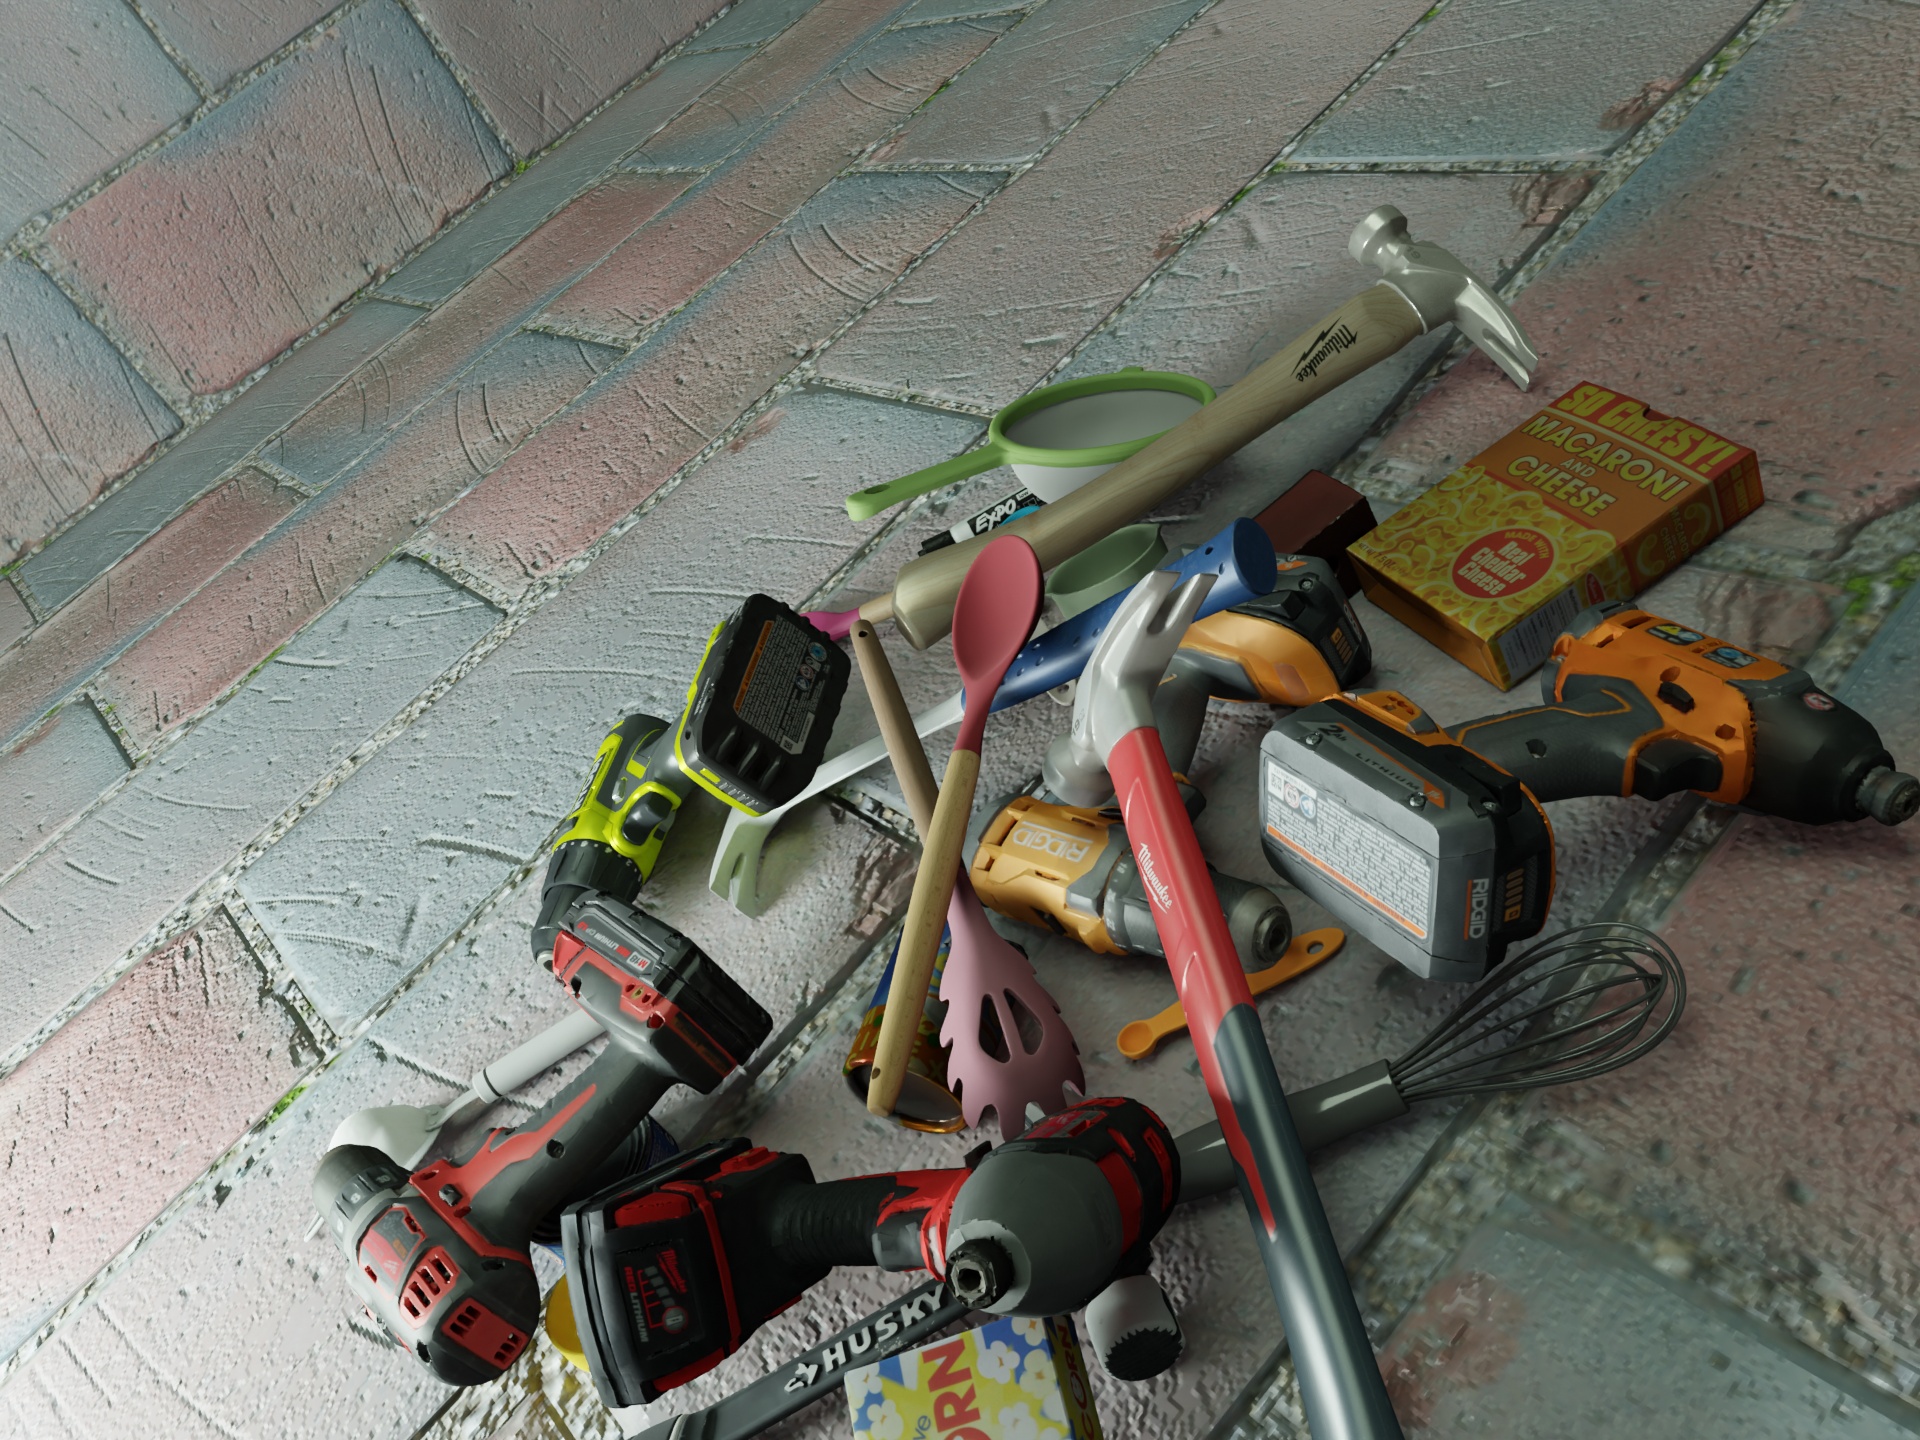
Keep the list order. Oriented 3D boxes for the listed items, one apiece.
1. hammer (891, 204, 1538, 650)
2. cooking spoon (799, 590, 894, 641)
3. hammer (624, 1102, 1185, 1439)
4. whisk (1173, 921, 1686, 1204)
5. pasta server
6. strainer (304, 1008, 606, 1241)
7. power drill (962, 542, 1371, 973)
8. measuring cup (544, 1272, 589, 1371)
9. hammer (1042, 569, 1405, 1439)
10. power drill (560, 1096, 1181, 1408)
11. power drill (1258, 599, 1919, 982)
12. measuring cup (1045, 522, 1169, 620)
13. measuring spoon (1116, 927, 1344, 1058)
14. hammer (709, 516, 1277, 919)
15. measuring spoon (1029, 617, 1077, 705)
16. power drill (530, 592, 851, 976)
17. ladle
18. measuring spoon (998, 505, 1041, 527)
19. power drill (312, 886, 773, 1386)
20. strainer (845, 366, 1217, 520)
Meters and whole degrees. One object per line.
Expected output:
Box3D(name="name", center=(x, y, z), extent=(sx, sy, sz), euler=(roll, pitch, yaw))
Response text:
Box3D(name="hammer", center=(0.143, -0.155, 0.940), extent=(0.410, 0.038, 0.146), euler=(-33, 67, -9))
Box3D(name="cooking spoon", center=(-0.044, -0.079, 1.079), extent=(0.319, 0.017, 0.069), euler=(-21, 34, 27))
Box3D(name="hammer", center=(-0.106, 0.301, 0.687), extent=(0.409, 0.036, 0.149), euler=(-30, 34, 5))
Box3D(name="whisk", center=(0.174, 0.145, 0.643), extent=(0.239, 0.055, 0.055), euler=(-27, 36, 16))
Box3D(name="pasta server", center=(-0.011, 0.061, 0.780), extent=(0.060, 0.040, 0.317), euler=(-15, 47, -8))
Box3D(name="strainer", center=(-0.283, 0.214, 0.925), extent=(0.258, 0.050, 0.087), euler=(-32, 21, -3))
Box3D(name="power drill", center=(0.123, 0.021, 0.802), extent=(0.185, 0.084, 0.226), euler=(14, 61, 46))
Box3D(name="measuring cup", center=(-0.119, 0.267, 0.753), extent=(0.156, 0.029, 0.062), euler=(-17, 37, 2))
Box3D(name="hammer", center=(0.111, 0.120, 0.613), extent=(0.038, 0.143, 0.387), euler=(1, 50, -20))
Box3D(name="power drill", center=(-0.036, 0.198, 0.607), extent=(0.219, 0.078, 0.143), euler=(-16, -5, 25))
Box3D(name="power drill", center=(0.255, 0.024, 0.643), extent=(0.226, 0.084, 0.164), euler=(-17, 30, -23))
Box3D(name="measuring cup", center=(0.088, -0.098, 1.014), extent=(0.083, 0.038, 0.168), euler=(-31, 20, 2))
Box3D(name="measuring spoon", center=(0.126, 0.127, 0.735), extent=(0.117, 0.011, 0.021), euler=(-28, 33, 2))
Box3D(name="hammer", center=(-0.001, -0.003, 0.868), extent=(0.405, 0.035, 0.144), euler=(-27, 34, 40))
Box3D(name="measuring spoon", center=(0.052, -0.045, 0.994), extent=(0.034, 0.018, 0.124), euler=(-29, 42, 6))
Box3D(name="power drill", center=(-0.174, 0.043, 0.961), extent=(0.228, 0.080, 0.191), euler=(-37, 27, 38))
Box3D(name="ladle", center=(-0.002, 0.038, 0.750), extent=(0.069, 0.031, 0.316), euler=(-30, 36, 44))
Box3D(name="measuring spoon", center=(0.010, -0.102, 1.093), extent=(0.128, 0.021, 0.042), euler=(-32, 35, 18))
Box3D(name="power drill", center=(-0.224, 0.199, 0.806), extent=(0.188, 0.080, 0.227), euler=(17, 62, 48))
Box3D(name="strainer", center=(0.050, -0.156, 1.037), extent=(0.256, 0.069, 0.152), euler=(-22, 30, -15))
